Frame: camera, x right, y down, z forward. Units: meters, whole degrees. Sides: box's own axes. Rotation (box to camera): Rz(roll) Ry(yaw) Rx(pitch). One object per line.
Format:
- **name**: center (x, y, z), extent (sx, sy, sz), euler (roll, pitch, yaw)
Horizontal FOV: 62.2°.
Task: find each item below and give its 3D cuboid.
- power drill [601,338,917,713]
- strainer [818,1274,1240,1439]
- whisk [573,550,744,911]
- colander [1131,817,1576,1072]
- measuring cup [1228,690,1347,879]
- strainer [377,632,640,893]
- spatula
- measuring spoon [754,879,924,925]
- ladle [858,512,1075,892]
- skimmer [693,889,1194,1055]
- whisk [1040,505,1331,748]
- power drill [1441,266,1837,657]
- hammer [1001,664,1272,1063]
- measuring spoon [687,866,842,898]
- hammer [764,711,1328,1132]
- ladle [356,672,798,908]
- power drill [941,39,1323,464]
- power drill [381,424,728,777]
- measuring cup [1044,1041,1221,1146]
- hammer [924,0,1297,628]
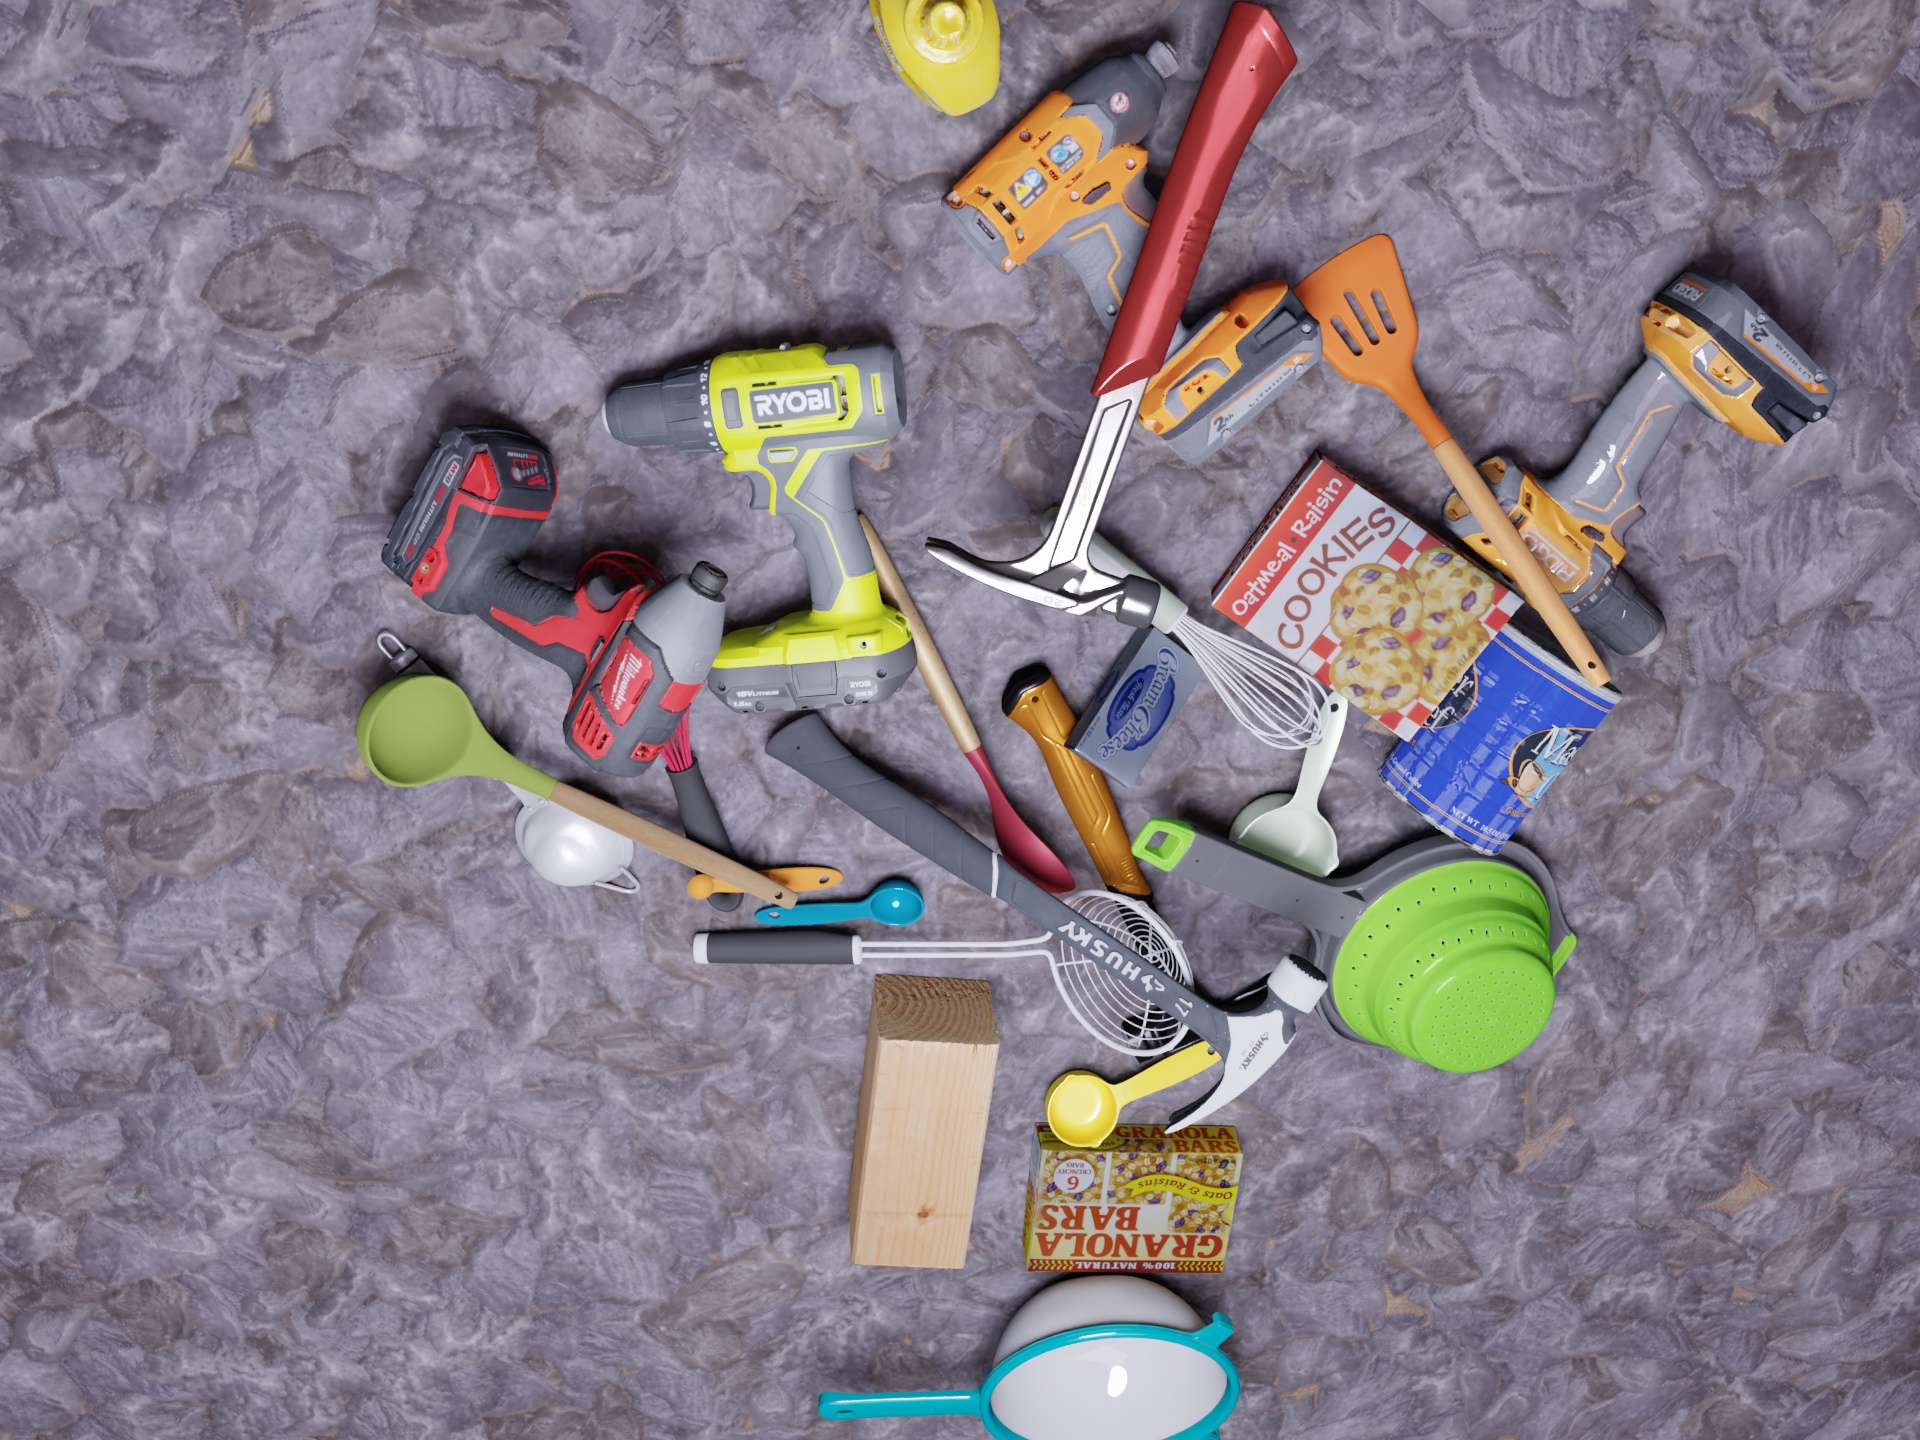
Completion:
- **power drill**: center (-0.122, -0.126, 1.028), extent (0.190, 0.080, 0.228), euler (-5, 108, 7)
- **strainer**: center (0.054, 0.524, 1.311), extent (0.340, 0.095, 0.210), euler (-3, 129, 1)
- **whisk**: center (-0.199, 0.014, 1.101), extent (0.073, 0.073, 0.295), euler (-13, 120, 1)
- **colander**: center (0.299, 0.163, 1.145), extent (0.396, 0.095, 0.204), euler (22, 112, -23)
- **measuring cup**: center (0.246, 0.049, 1.159), extent (0.083, 0.038, 0.167), euler (11, 110, -9)
- **strainer**: center (-0.318, 0.040, 1.111), extent (0.087, 0.050, 0.258), euler (-30, 109, 24)
- **spatula**: center (0.325, -0.160, 1.027), extent (0.081, 0.041, 0.323), euler (-32, 82, 9)
- **measuring spoon**: center (-0.090, 0.135, 1.183), extent (0.128, 0.021, 0.042), euler (-5, 132, 7)
- **ladle**: center (-0.002, -0.004, 1.113), extent (0.031, 0.069, 0.315), euler (-34, 108, -21)
- **skimmer**: center (-0.017, 0.179, 1.144), extent (0.363, 0.090, 0.127), euler (0, 113, 3)
- **whisk**: center (0.152, -0.063, 1.080), extent (0.246, 0.059, 0.057), euler (38, 123, -4)
- **power drill**: center (0.465, -0.161, 1.065), extent (0.185, 0.084, 0.226), euler (36, 111, -17)
- **hammer**: center (0.123, 0.102, 1.173), extent (0.127, 0.034, 0.336), euler (-24, 113, 7)
- **measuring spoon**: center (-0.140, 0.119, 1.153), extent (0.117, 0.011, 0.021), euler (-1, 121, -23)
- **hammer**: center (0.038, 0.121, 1.090), extent (0.409, 0.036, 0.149), euler (33, 104, 9)
- **ladle**: center (-0.252, 0.060, 1.079), extent (0.320, 0.062, 0.078), euler (27, 89, -16)
- **power drill**: center (0.121, -0.290, 0.982), extent (0.164, 0.084, 0.226), euler (-42, 106, 13)
- **power drill**: center (-0.242, -0.082, 0.984), extent (0.220, 0.078, 0.143), euler (40, 108, 17)
- **measuring cup**: center (0.139, 0.285, 1.260), extent (0.156, 0.029, 0.062), euler (-22, 96, -8)
- **hammer**: center (0.101, -0.238, 0.940), extent (0.149, 0.037, 0.359), euler (18, 107, -4)
